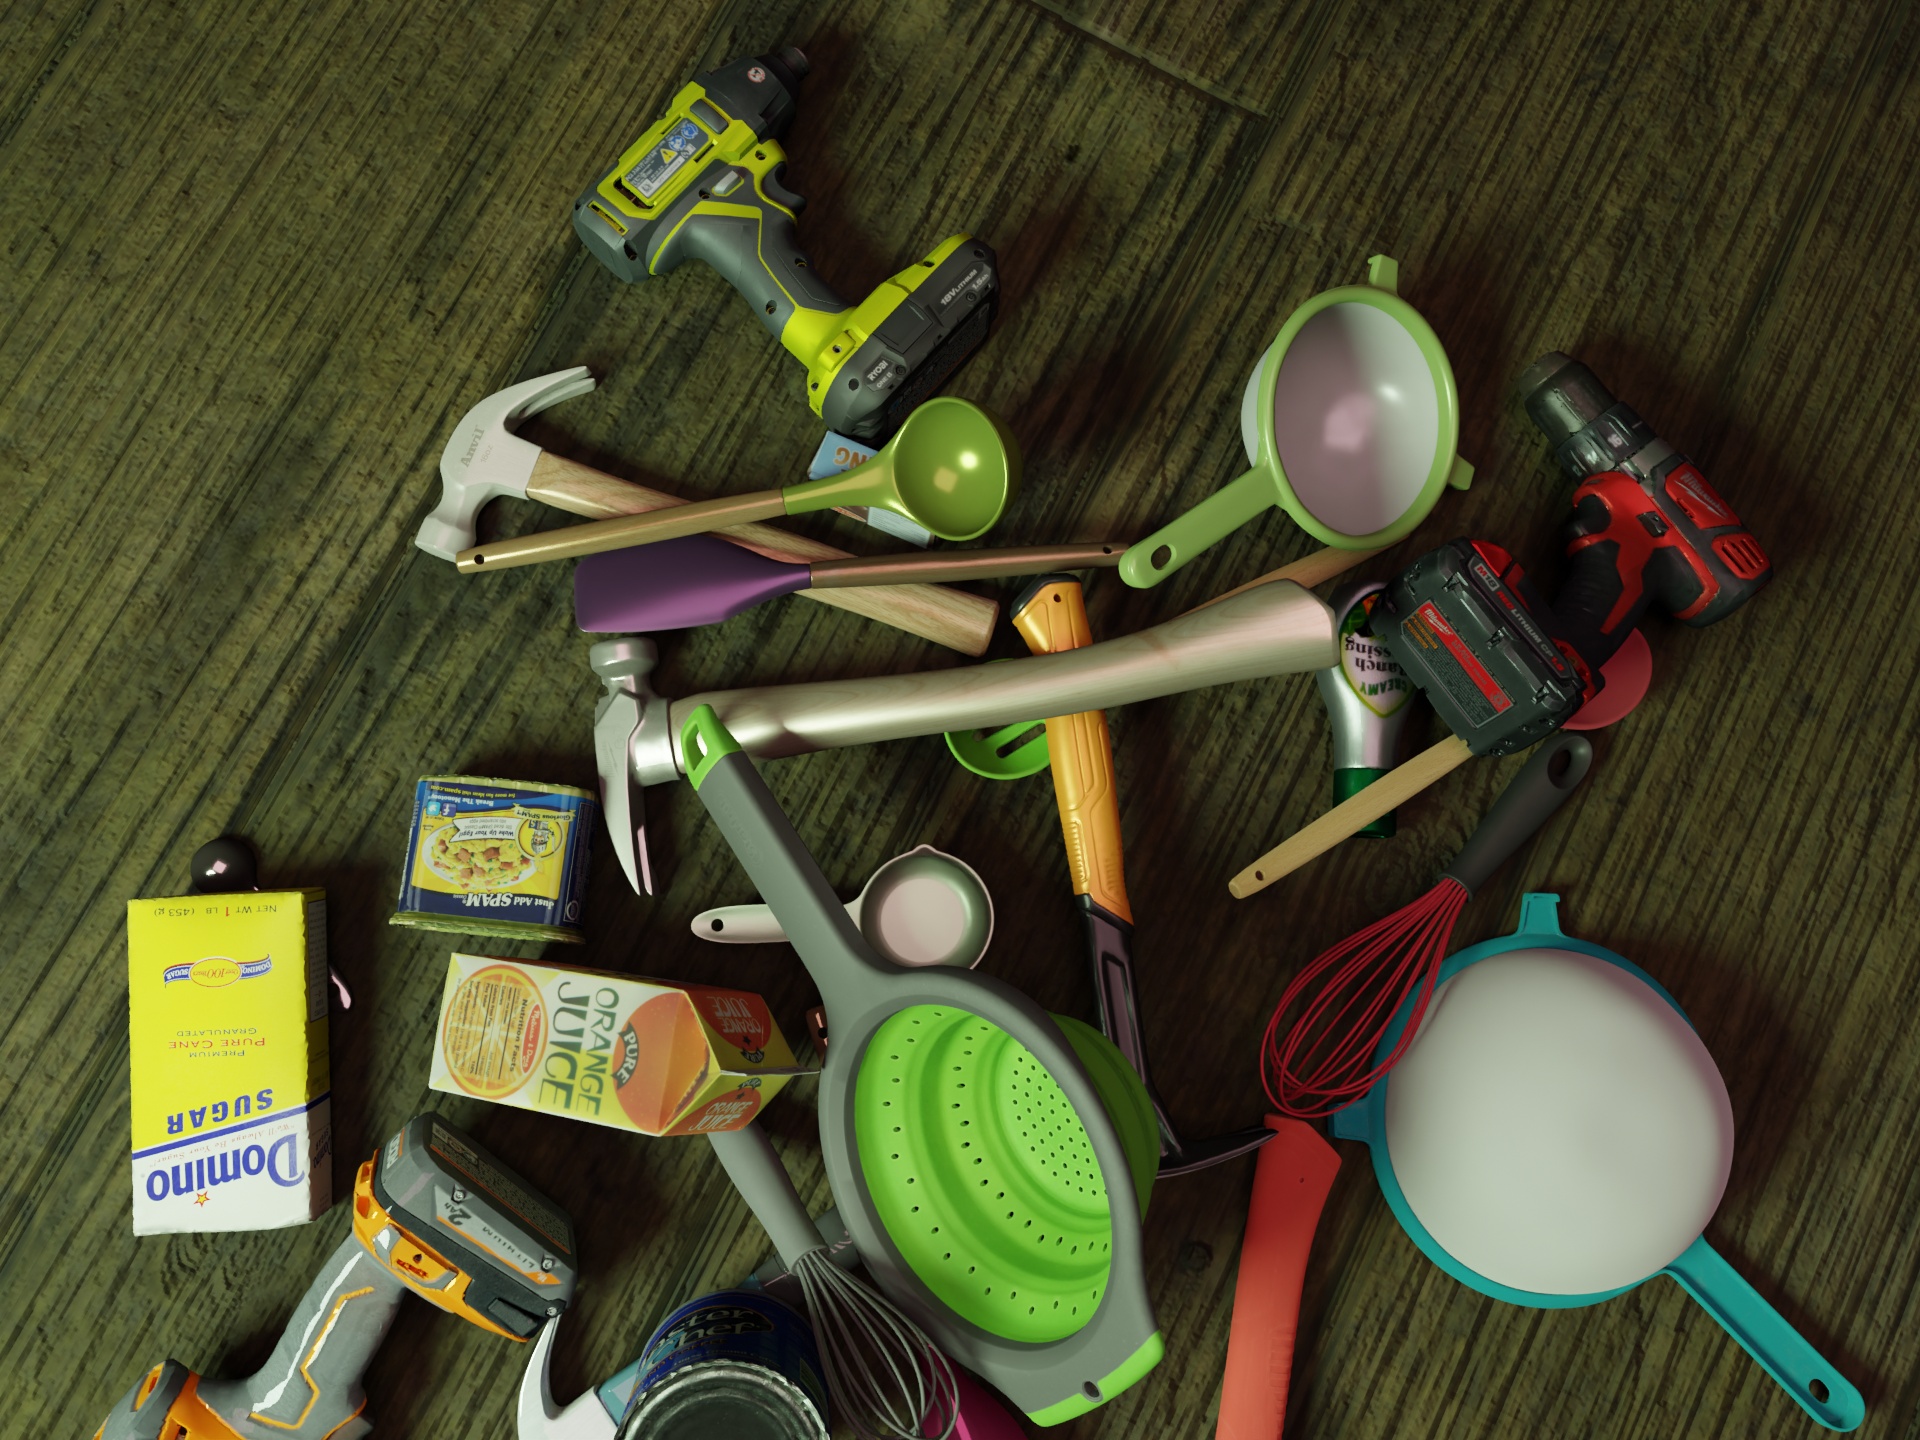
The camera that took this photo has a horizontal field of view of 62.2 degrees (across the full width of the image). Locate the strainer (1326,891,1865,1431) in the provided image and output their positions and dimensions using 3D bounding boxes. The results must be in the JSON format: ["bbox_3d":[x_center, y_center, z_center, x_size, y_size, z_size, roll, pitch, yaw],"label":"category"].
[{"bbox_3d":[0.385,0.269,0.874,0.211,0.095,0.340,-44,85,-9],"label":"strainer"}]

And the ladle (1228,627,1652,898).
[{"bbox_3d":[0.275,0.023,0.906,0.315,0.031,0.069,-28,79,-22],"label":"ladle"}]

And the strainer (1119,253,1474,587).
[{"bbox_3d":[0.177,-0.147,0.918,0.256,0.069,0.151,-35,110,-21],"label":"strainer"}]

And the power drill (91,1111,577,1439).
[{"bbox_3d":[-0.302,0.334,0.815,0.226,0.084,0.164,-47,108,-6],"label":"power drill"}]

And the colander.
[{"bbox_3d":[-0.014,0.147,0.814,0.094,0.204,0.397,-15,64,-46],"label":"colander"}]

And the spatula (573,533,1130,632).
[{"bbox_3d":[-0.060,-0.086,0.903,0.316,0.018,0.060,-4,72,-5],"label":"spatula"}]

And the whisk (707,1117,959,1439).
[{"bbox_3d":[-0.075,0.272,0.812,0.055,0.055,0.239,-36,50,-9],"label":"whisk"}]

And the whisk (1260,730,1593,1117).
[{"bbox_3d":[0.272,0.110,0.912,0.073,0.073,0.296,44,74,3],"label":"whisk"}]

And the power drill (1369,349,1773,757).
[{"bbox_3d":[0.341,-0.103,0.913,0.227,0.080,0.188,-32,81,-25],"label":"power drill"}]

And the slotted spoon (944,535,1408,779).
[{"bbox_3d":[0.131,-0.050,0.939,0.314,0.031,0.070,-26,84,-9],"label":"slotted spoon"}]

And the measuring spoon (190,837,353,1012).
[{"bbox_3d":[-0.380,0.114,0.879,0.034,0.018,0.124,-43,87,-9],"label":"measuring spoon"}]

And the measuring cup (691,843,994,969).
[{"bbox_3d":[-0.065,0.113,0.895,0.167,0.038,0.083,-1,81,-3],"label":"measuring cup"}]

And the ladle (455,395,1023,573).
[{"bbox_3d":[-0.124,-0.115,0.872,0.320,0.062,0.078,-10,98,2],"label":"ladle"}]

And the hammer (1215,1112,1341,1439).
[{"bbox_3d":[0.147,0.397,0.867,0.149,0.036,0.359,10,81,-3],"label":"hammer"}]

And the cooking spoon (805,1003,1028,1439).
[{"bbox_3d":[-0.026,0.304,0.845,0.069,0.017,0.319,-19,85,-4],"label":"cooking spoon"}]

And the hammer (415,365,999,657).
[{"bbox_3d":[-0.137,-0.108,0.925,0.331,0.031,0.130,19,81,-2],"label":"hammer"}]

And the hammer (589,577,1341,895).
[{"bbox_3d":[-0.001,-0.003,0.865,0.410,0.038,0.146,-9,83,10],"label":"hammer"}]

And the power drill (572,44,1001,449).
[{"bbox_3d":[-0.091,-0.283,0.934,0.223,0.080,0.171,41,81,6],"label":"power drill"}]

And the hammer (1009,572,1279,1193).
[{"bbox_3d":[0.084,0.083,0.884,0.127,0.034,0.337,-8,84,-8],"label":"hammer"}]

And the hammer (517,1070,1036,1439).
[{"bbox_3d":[-0.092,0.304,0.865,0.331,0.033,0.128,-35,86,-9],"label":"hammer"}]
